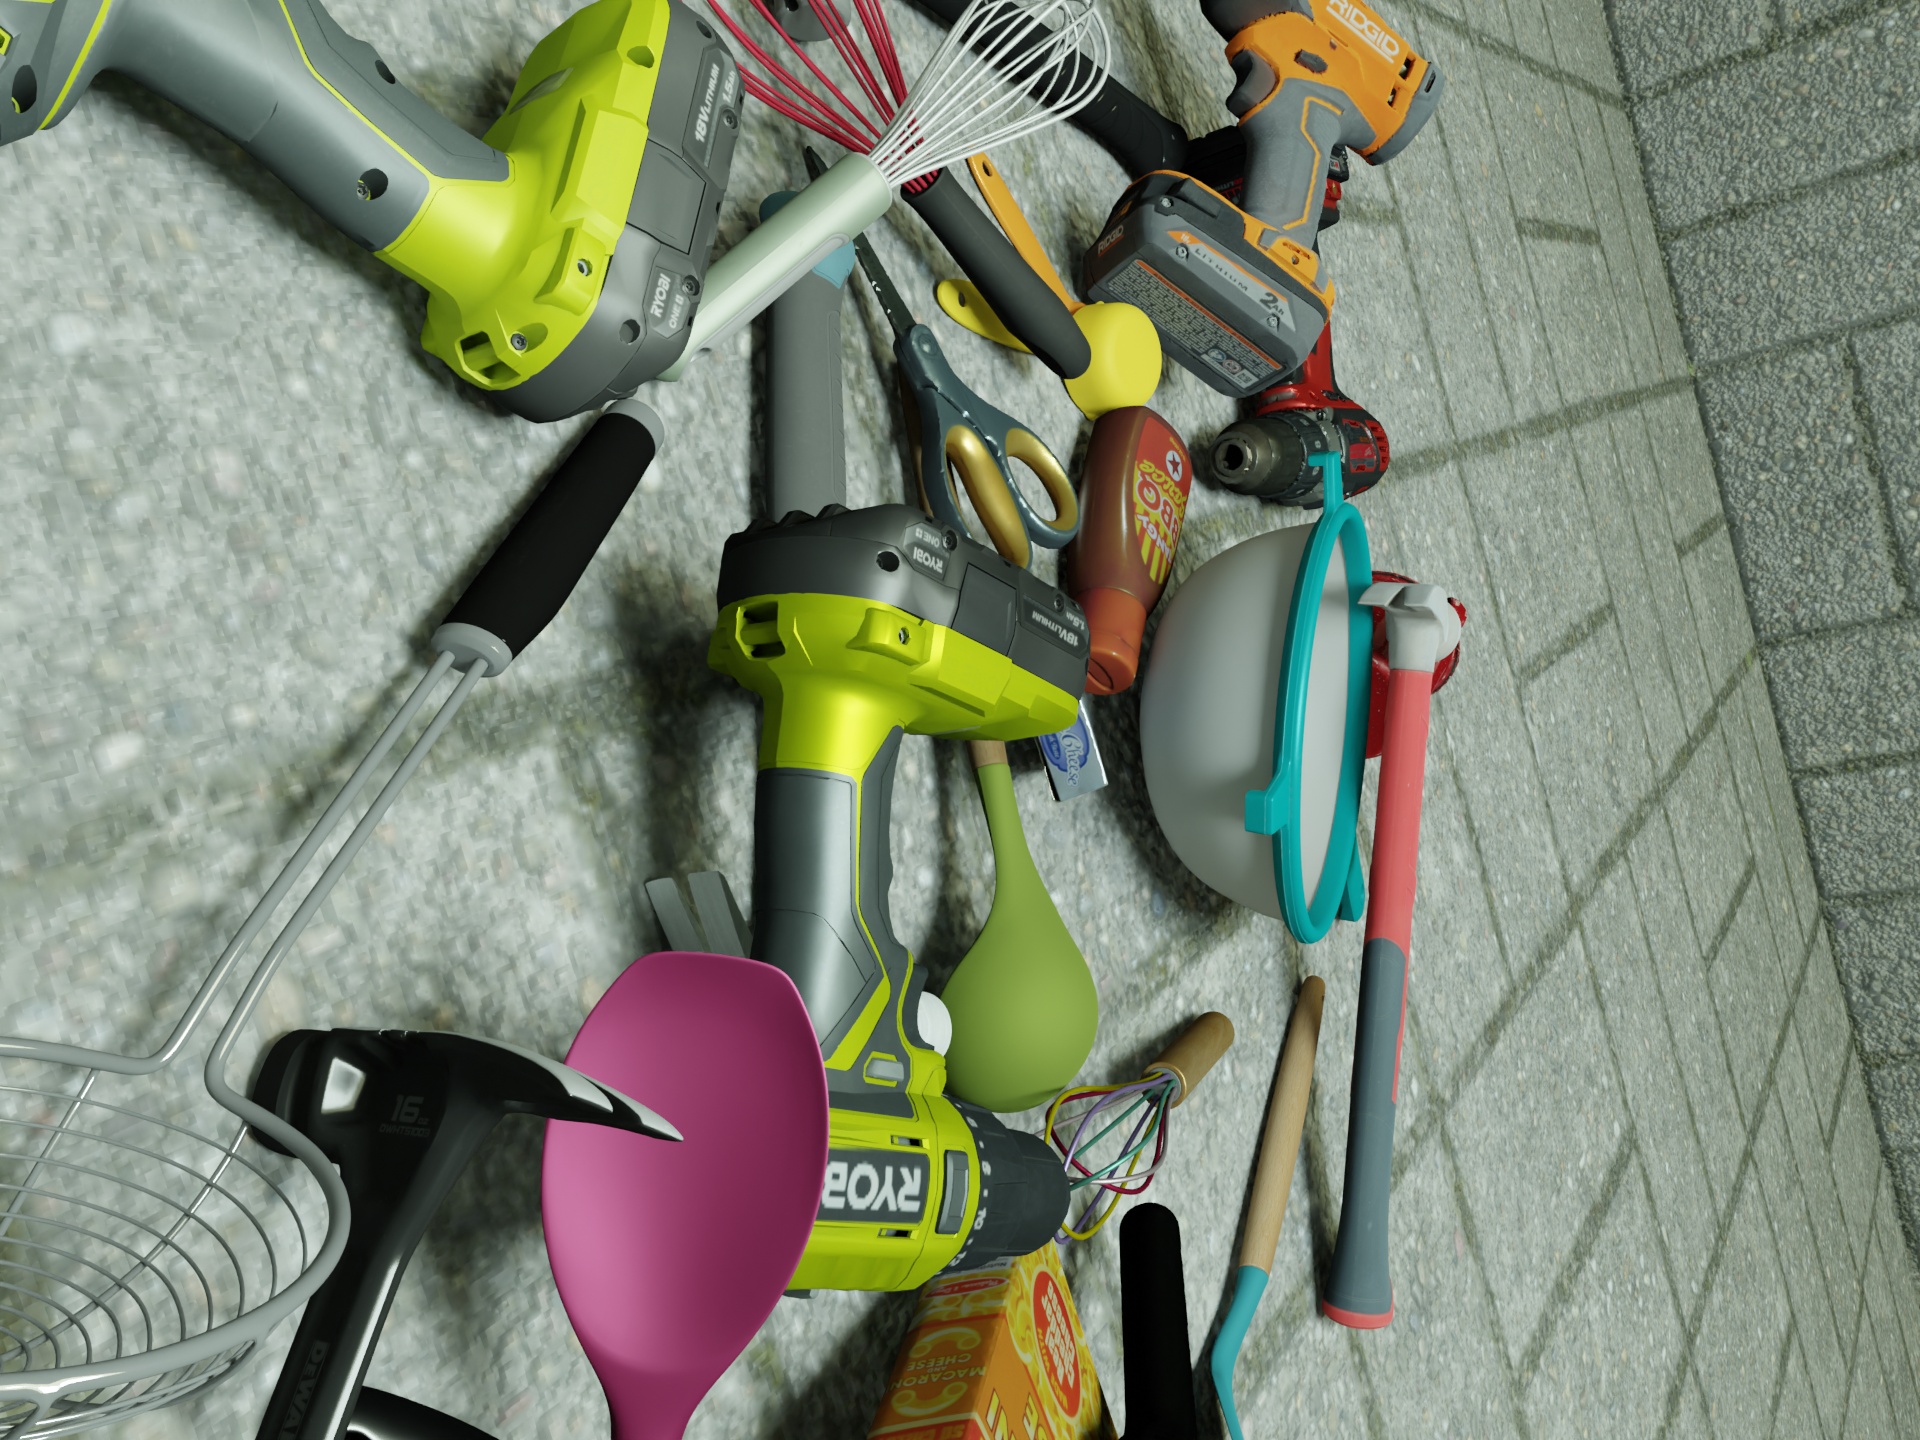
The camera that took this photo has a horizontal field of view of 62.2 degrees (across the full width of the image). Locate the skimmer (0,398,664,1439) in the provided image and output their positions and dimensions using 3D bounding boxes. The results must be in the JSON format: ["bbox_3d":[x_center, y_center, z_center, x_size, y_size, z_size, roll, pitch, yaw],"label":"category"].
[{"bbox_3d":[-0.150,0.002,0.393,0.090,0.127,0.364,105,4,-46],"label":"skimmer"}]

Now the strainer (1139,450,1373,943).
[{"bbox_3d":[0.157,0.028,0.829,0.340,0.095,0.211,60,40,-57],"label":"strainer"}]

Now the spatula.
[{"bbox_3d":[0.161,0.253,0.785,0.318,0.044,0.082,-65,145,-43],"label":"spatula"}]

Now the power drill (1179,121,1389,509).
[{"bbox_3d":[0.186,-0.238,0.952,0.188,0.080,0.226,-15,95,-54],"label":"power drill"}]

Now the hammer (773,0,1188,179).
[{"bbox_3d":[0.022,-0.347,0.791,0.334,0.035,0.146,8,74,-53],"label":"hammer"}]

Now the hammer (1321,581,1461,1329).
[{"bbox_3d":[0.217,0.123,0.820,0.143,0.038,0.386,3,92,-67],"label":"hammer"}]

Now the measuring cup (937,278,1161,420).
[{"bbox_3d":[0.048,-0.188,0.774,0.156,0.029,0.062,7,89,-50],"label":"measuring cup"}]

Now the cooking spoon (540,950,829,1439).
[{"bbox_3d":[-0.084,0.214,0.396,0.068,0.017,0.319,8,92,-9],"label":"cooking spoon"}]

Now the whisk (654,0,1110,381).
[{"bbox_3d":[-0.029,-0.205,0.595,0.059,0.058,0.246,48,70,-9],"label":"whisk"}]

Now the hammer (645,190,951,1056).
[{"bbox_3d":[-0.056,-0.041,0.588,0.128,0.033,0.331,18,65,-52],"label":"hammer"}]

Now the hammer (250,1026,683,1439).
[{"bbox_3d":[-0.154,0.225,0.310,0.034,0.127,0.337,39,56,-43],"label":"hammer"}]

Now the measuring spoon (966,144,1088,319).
[{"bbox_3d":[0.037,-0.240,0.796,0.116,0.011,0.021,51,43,-32],"label":"measuring spoon"}]

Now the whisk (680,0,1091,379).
[{"bbox_3d":[-0.027,-0.238,0.658,0.295,0.073,0.073,41,49,-42],"label":"whisk"}]

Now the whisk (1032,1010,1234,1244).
[{"bbox_3d":[0.081,0.158,0.678,0.047,0.051,0.245,50,20,12],"label":"whisk"}]

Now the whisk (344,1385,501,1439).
[{"bbox_3d":[-0.088,0.236,0.446,0.238,0.055,0.055,44,47,-32],"label":"whisk"}]

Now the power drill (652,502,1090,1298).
[{"bbox_3d":[-0.020,0.064,0.509,0.190,0.080,0.229,23,68,-48],"label":"power drill"}]

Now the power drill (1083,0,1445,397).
[{"bbox_3d":[0.152,-0.305,0.842,0.164,0.084,0.226,32,70,-16],"label":"power drill"}]

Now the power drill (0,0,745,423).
[{"bbox_3d":[-0.170,-0.194,0.431,0.223,0.080,0.171,27,66,-45],"label":"power drill"}]

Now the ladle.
[{"bbox_3d":[-0.001,-0.002,0.654,0.078,0.062,0.320,4,69,-44],"label":"ladle"}]
